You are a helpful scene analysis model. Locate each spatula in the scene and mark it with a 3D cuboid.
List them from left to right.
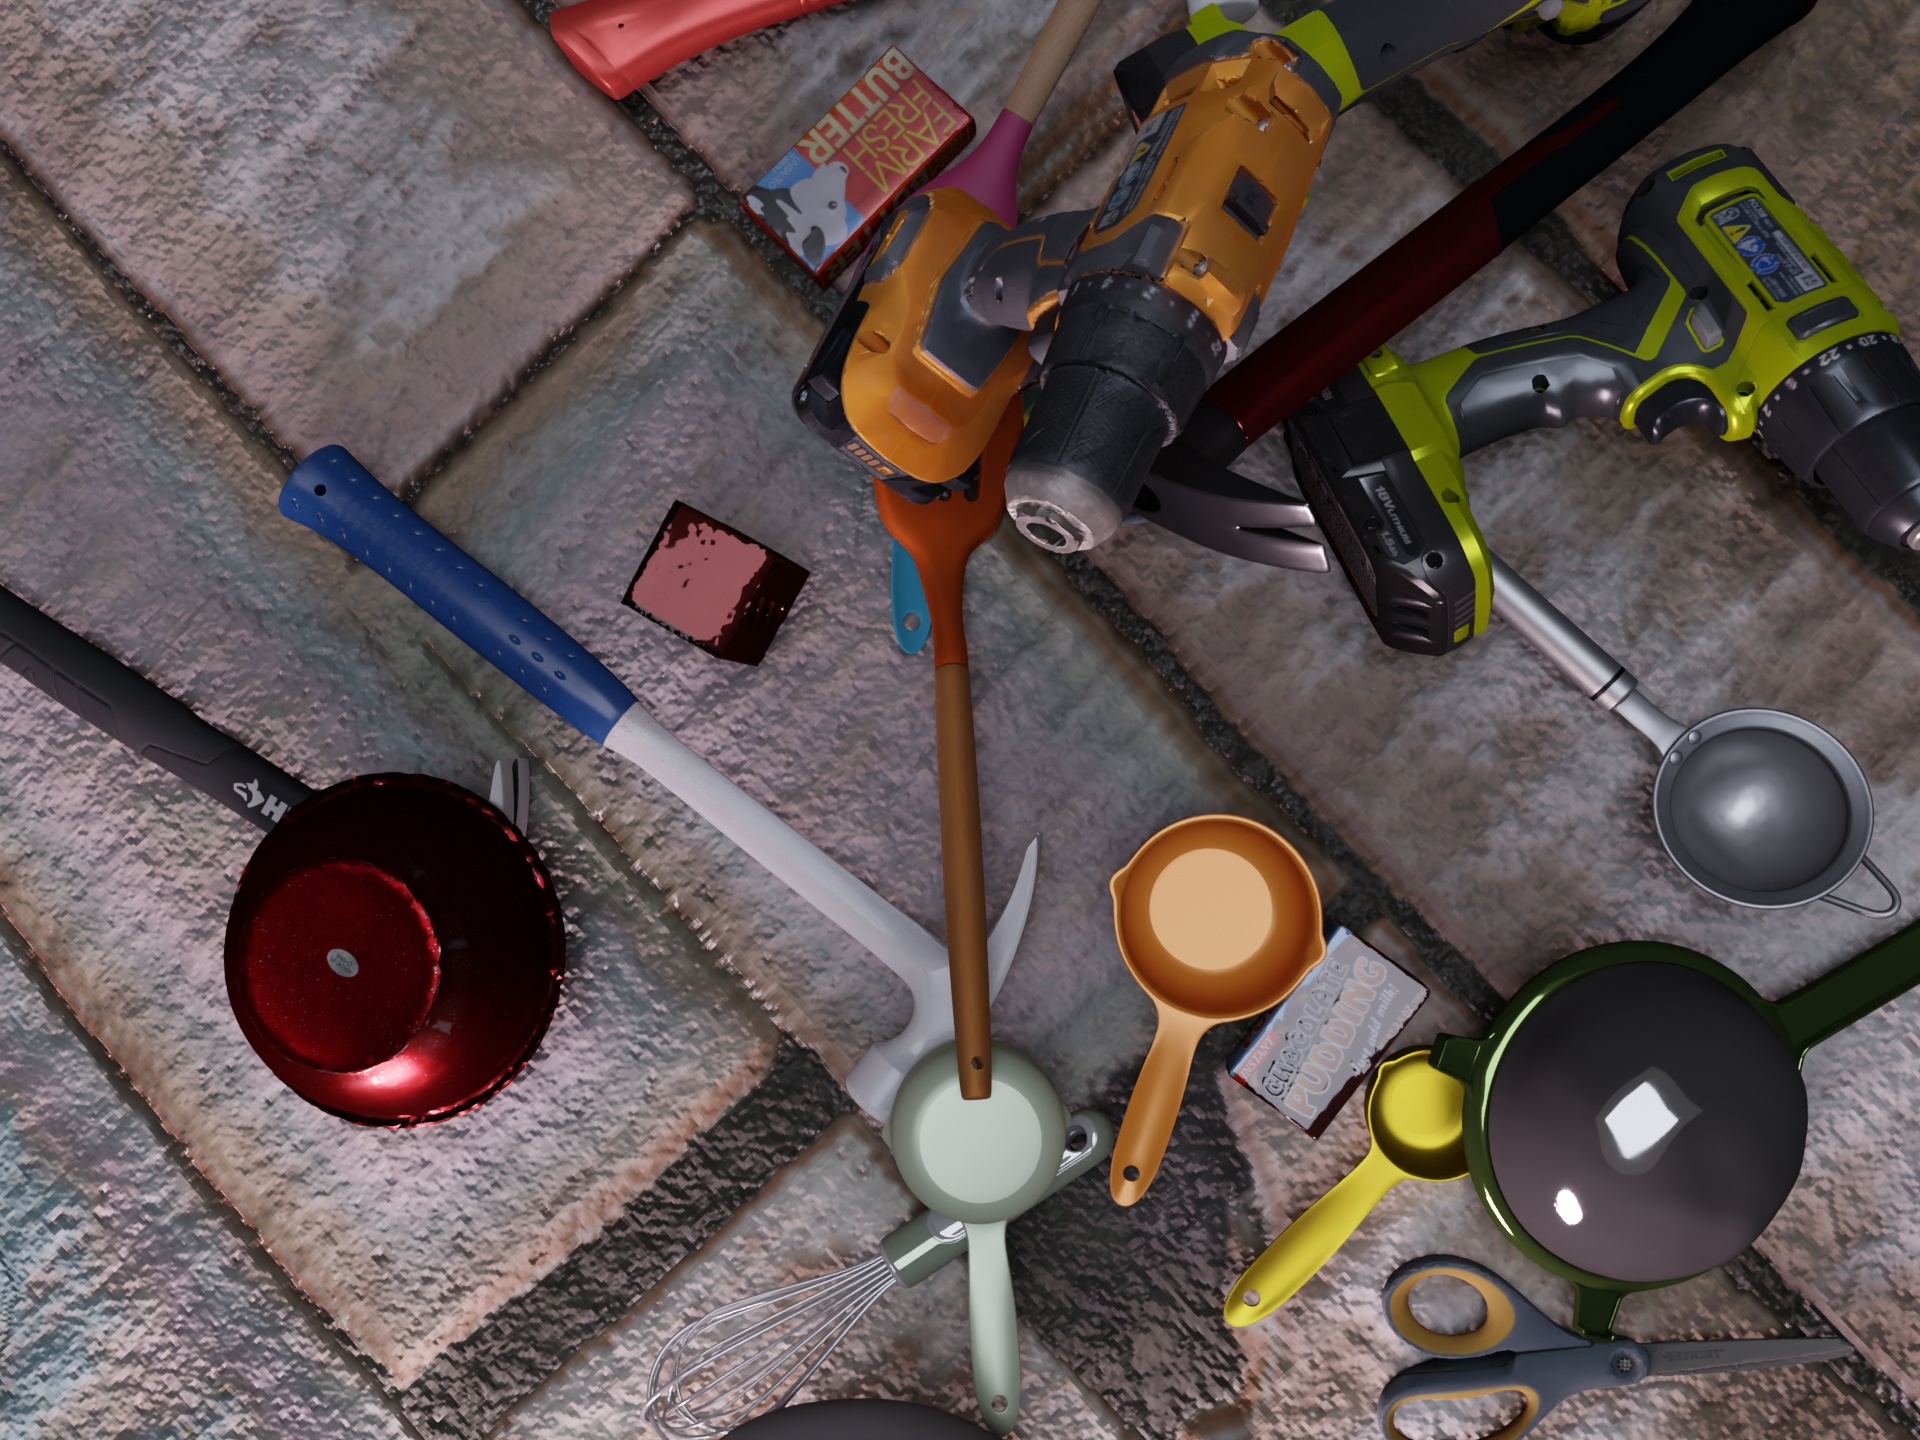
[{"bbox_3d":[-0.001,-0.002,0.687,0.081,0.041,0.323,1,73,-14],"label":"spatula"}]

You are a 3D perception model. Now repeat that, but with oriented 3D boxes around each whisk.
[{"bbox_3d":[-0.036,0.246,0.708,0.246,0.059,0.058,-33,57,0],"label":"whisk"}]

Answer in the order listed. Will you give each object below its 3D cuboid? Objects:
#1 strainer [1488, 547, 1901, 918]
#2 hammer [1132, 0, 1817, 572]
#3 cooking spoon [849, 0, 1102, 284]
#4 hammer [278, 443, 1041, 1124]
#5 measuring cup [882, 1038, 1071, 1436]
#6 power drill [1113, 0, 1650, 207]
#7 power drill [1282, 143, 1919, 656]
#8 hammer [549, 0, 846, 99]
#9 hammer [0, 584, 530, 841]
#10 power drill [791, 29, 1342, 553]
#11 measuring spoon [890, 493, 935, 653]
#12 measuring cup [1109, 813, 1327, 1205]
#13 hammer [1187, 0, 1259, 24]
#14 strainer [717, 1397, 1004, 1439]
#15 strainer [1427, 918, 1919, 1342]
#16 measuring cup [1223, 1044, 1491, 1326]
[{"bbox_3d":[0.289,-0.008,0.687,0.087,0.050,0.258,-44,79,-3],"label":"strainer"},{"bbox_3d":[0.222,-0.198,0.636,0.386,0.143,0.038,-38,130,-12],"label":"hammer"},{"bbox_3d":[0.038,-0.286,0.688,0.069,0.017,0.318,31,109,2],"label":"cooking spoon"},{"bbox_3d":[-0.143,0.003,0.731,0.405,0.035,0.144,38,92,6],"label":"hammer"},{"bbox_3d":[0.011,0.220,0.671,0.083,0.038,0.168,-4,83,-2],"label":"measuring cup"},{"bbox_3d":[0.185,-0.276,0.651,0.223,0.171,0.080,-27,86,13],"label":"power drill"},{"bbox_3d":[0.265,-0.118,0.649,0.228,0.080,0.191,-23,61,6],"label":"power drill"},{"bbox_3d":[-0.016,-0.371,0.731,0.359,0.036,0.149,-15,87,5],"label":"hammer"},{"bbox_3d":[-0.358,0.010,0.752,0.335,0.035,0.146,31,92,6],"label":"hammer"},{"bbox_3d":[0.023,-0.138,0.589,0.084,0.226,0.185,33,73,-28],"label":"power drill"},{"bbox_3d":[-0.023,-0.095,0.734,0.042,0.021,0.128,0,97,-14],"label":"measuring spoon"},{"bbox_3d":[0.097,0.124,0.696,0.095,0.052,0.173,18,92,6],"label":"measuring cup"},{"bbox_3d":[0.250,-0.387,0.687,0.331,0.033,0.128,-10,88,-2],"label":"hammer"},{"bbox_3d":[-0.090,0.358,0.683,0.340,0.095,0.210,-16,128,23],"label":"strainer"},{"bbox_3d":[0.335,0.144,0.651,0.256,0.069,0.151,-29,95,-2],"label":"strainer"},{"bbox_3d":[0.171,0.205,0.698,0.062,0.029,0.156,44,95,5],"label":"measuring cup"}]
